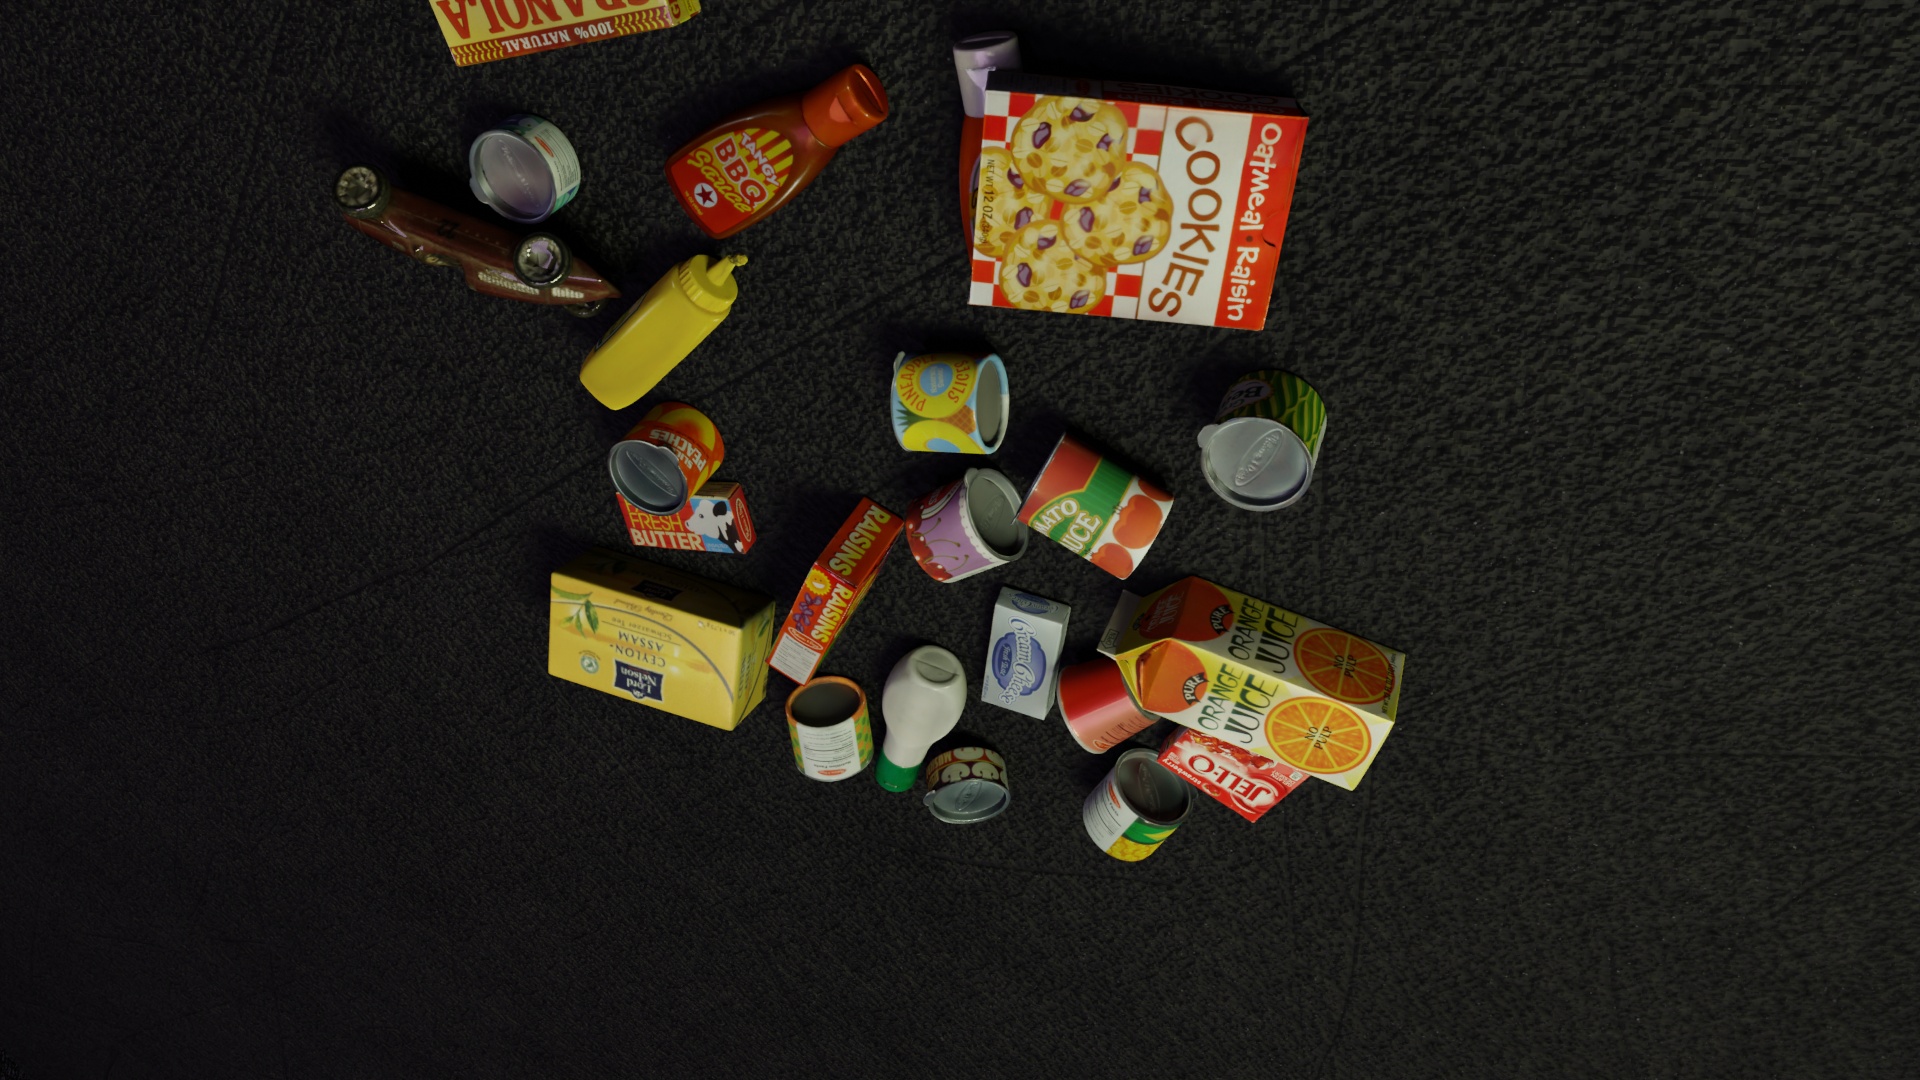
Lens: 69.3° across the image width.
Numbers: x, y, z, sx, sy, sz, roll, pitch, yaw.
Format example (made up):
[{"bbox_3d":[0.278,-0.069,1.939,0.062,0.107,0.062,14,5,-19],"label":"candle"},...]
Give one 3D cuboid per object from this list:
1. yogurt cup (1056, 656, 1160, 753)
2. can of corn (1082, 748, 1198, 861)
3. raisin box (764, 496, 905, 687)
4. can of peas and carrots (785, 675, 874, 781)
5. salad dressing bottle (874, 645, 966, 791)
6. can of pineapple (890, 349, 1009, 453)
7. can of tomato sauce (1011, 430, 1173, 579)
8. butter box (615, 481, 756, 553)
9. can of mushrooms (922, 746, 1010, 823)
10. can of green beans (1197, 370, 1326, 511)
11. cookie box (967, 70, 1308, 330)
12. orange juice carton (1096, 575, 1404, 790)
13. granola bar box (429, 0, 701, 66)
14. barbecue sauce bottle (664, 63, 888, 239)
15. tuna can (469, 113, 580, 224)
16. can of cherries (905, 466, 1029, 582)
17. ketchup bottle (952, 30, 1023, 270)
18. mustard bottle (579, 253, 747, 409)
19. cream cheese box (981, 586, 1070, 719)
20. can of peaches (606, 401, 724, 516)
[{"bbox_3d":[0.110,0.114,1.003,0.054,0.073,0.072,-27,111,29],"label":"yogurt cup"},{"bbox_3d":[0.136,0.202,1.058,0.071,0.071,0.058,31,133,0],"label":"can of corn"},{"bbox_3d":[-0.092,0.038,1.021,0.040,0.086,0.122,32,132,1],"label":"raisin box"},{"bbox_3d":[-0.107,0.151,1.132,0.071,0.071,0.058,9,128,19],"label":"can of peas and carrots"},{"bbox_3d":[-0.037,0.146,1.109,0.064,0.044,0.146,20,133,0],"label":"salad dressing bottle"},{"bbox_3d":[-0.007,-0.090,0.894,0.058,0.071,0.070,3,127,21],"label":"can of pineapple"},{"bbox_3d":[0.086,-0.021,0.903,0.083,0.071,0.070,30,132,0],"label":"can of tomato sauce"},{"bbox_3d":[-0.212,-0.020,1.073,0.103,0.024,0.053,4,126,22],"label":"butter box"},{"bbox_3d":[0.003,0.197,1.118,0.071,0.033,0.070,-4,139,-4],"label":"can of mushrooms"},{"bbox_3d":[0.183,-0.061,0.835,0.071,0.058,0.071,13,130,16],"label":"can of green beans"},{"bbox_3d":[0.092,-0.183,0.759,0.167,0.040,0.122,6,124,1],"label":"cookie box"},{"bbox_3d":[0.191,0.087,0.938,0.193,0.072,0.072,21,131,9],"label":"orange juice carton"},{"bbox_3d":[-0.248,-0.356,0.818,0.165,0.039,0.123,0,125,25],"label":"granola bar box"},{"bbox_3d":[-0.110,-0.239,0.842,0.148,0.044,0.064,-19,115,34],"label":"barbecue sauce bottle"},{"bbox_3d":[-0.292,-0.247,0.927,0.071,0.033,0.070,13,130,16],"label":"tuna can"},{"bbox_3d":[0.003,-0.012,0.952,0.058,0.072,0.071,-21,115,37],"label":"can of cherries"},{"bbox_3d":[0.028,-0.213,0.798,0.065,0.044,0.148,-1,125,19],"label":"ketchup bottle"},{"bbox_3d":[-0.195,-0.151,0.940,0.048,0.066,0.159,43,125,-18],"label":"mustard bottle"},{"bbox_3d":[0.048,0.084,1.034,0.053,0.024,0.103,16,131,11],"label":"cream cheese box"},{"bbox_3d":[-0.214,-0.062,1.019,0.071,0.058,0.070,13,129,16],"label":"can of peaches"}]
